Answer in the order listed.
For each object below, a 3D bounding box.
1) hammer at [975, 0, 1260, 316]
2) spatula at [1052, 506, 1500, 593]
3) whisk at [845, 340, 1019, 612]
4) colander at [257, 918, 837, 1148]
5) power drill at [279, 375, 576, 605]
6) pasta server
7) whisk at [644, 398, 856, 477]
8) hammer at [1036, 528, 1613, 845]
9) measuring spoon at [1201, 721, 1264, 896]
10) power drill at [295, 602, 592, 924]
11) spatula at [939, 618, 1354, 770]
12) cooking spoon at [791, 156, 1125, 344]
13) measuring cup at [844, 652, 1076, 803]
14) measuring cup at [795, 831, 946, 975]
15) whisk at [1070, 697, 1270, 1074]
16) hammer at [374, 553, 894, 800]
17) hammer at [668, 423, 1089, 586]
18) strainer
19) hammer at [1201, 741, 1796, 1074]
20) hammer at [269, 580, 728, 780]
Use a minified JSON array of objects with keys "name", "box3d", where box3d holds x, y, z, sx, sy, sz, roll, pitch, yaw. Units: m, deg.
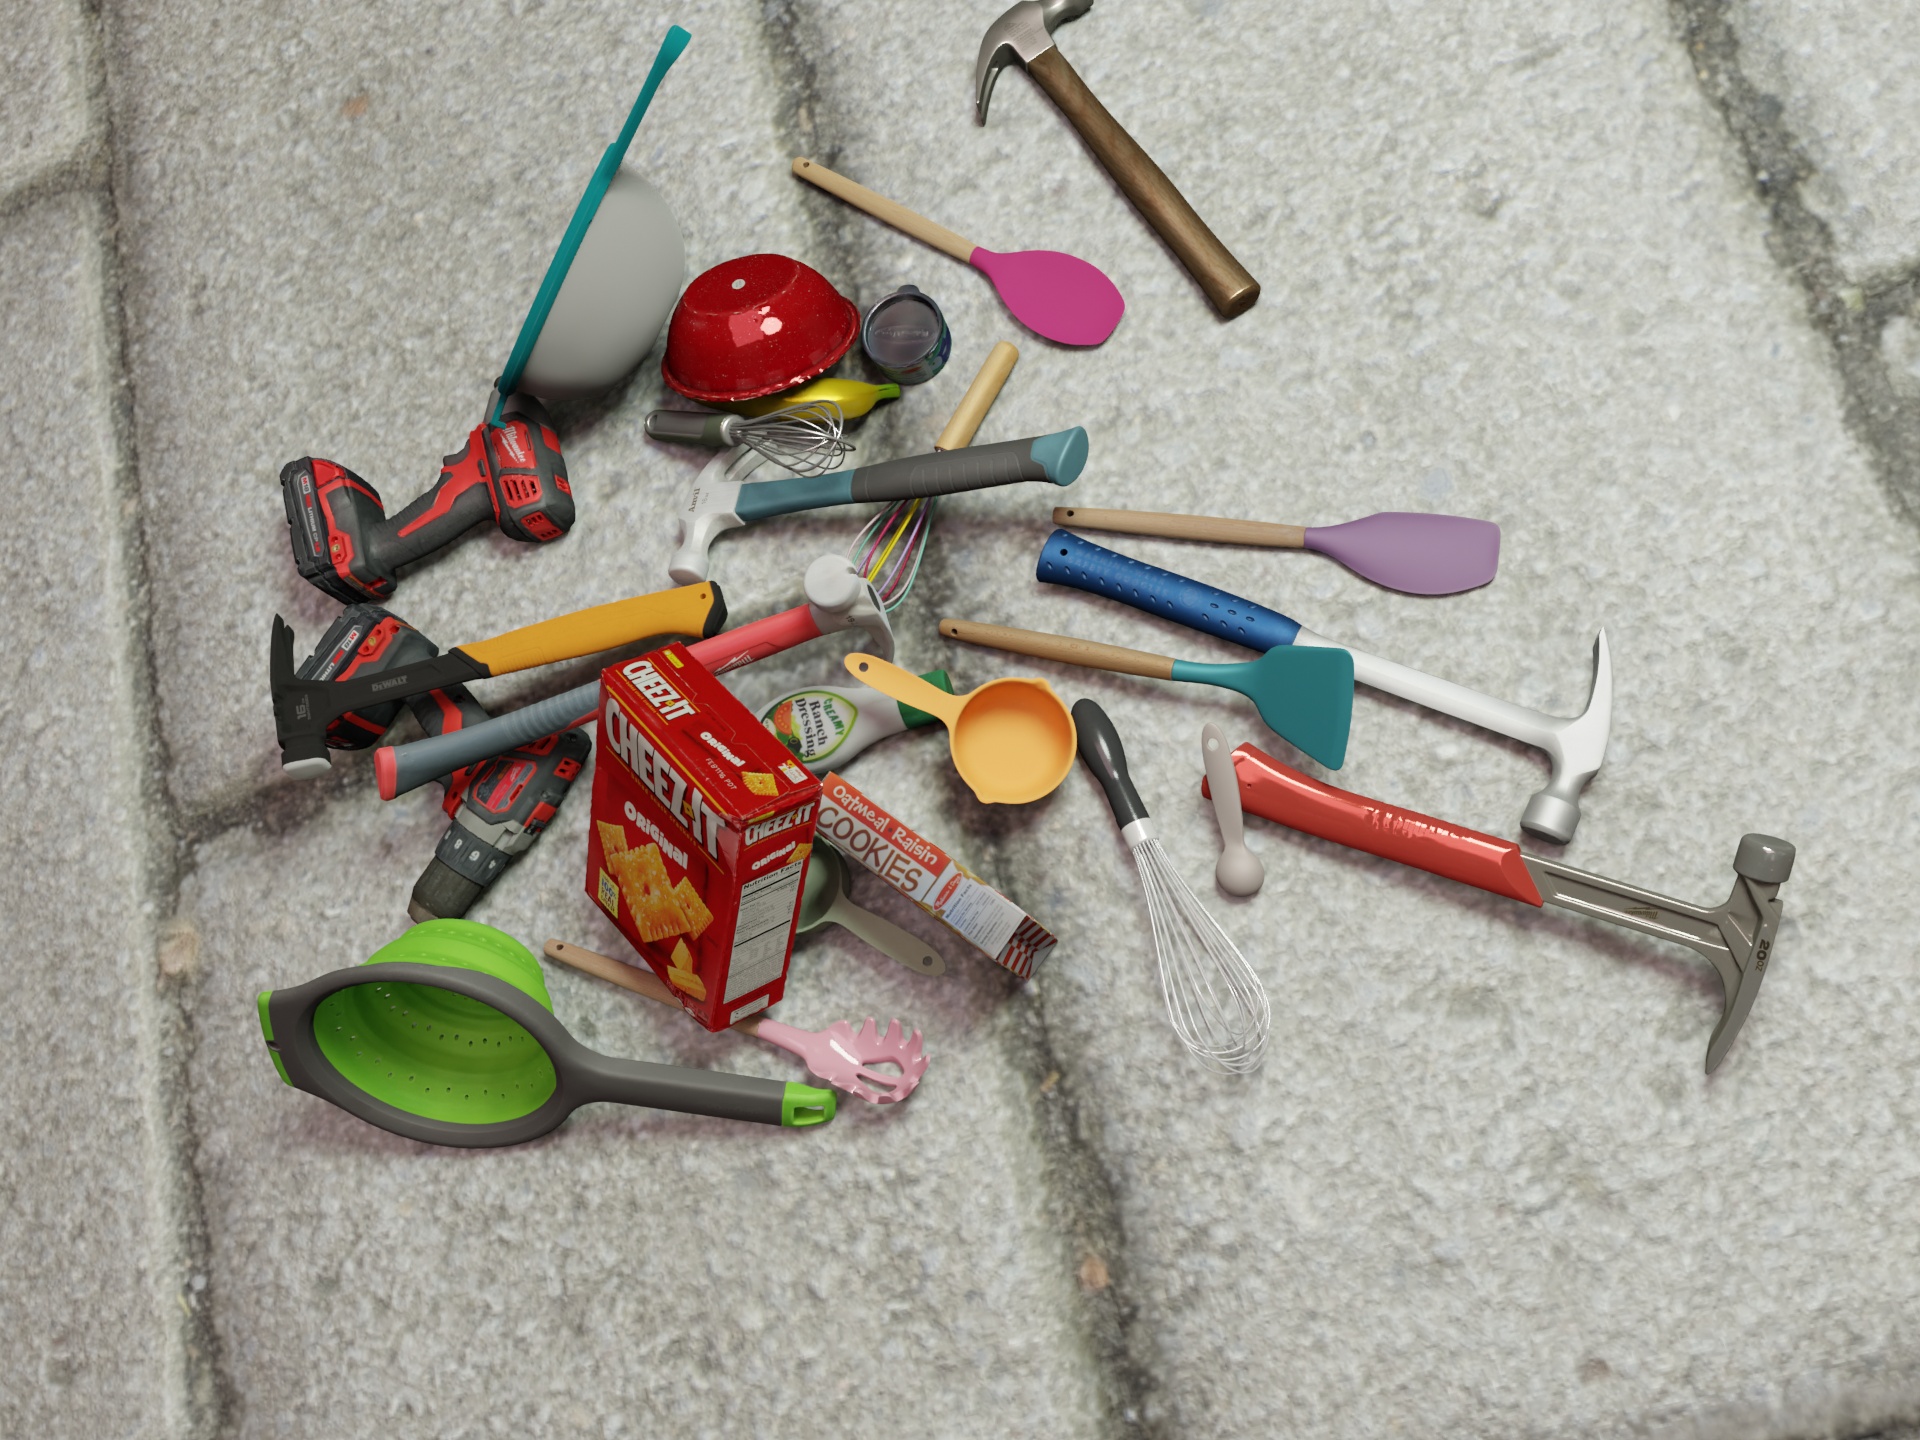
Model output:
[{"name":"hammer","box3d":[0.123,-0.439,1.238,0.130,0.031,0.331,-34,70,3]},{"name":"spatula","box3d":[0.220,-0.131,1.138,0.316,0.018,0.060,8,78,15]},{"name":"whisk","box3d":[-0.020,-0.183,1.200,0.051,0.047,0.245,26,80,20]},{"name":"colander","box3d":[-0.280,0.219,1.128,0.397,0.204,0.095,8,42,0]},{"name":"power drill","box3d":[-0.426,-0.188,1.287,0.219,0.078,0.143,-20,72,5]},{"name":"pasta server","box3d":[-0.166,0.206,1.133,0.316,0.040,0.060,16,53,19]},{"name":"whisk","box3d":[-0.166,-0.218,1.199,0.246,0.059,0.058,14,91,45]},{"name":"hammer","box3d":[0.245,-0.055,1.102,0.406,0.035,0.144,22,82,18]},{"name":"measuring spoon","box3d":[0.177,0.062,1.066,0.034,0.018,0.124,-6,103,33]},{"name":"power drill","box3d":[-0.416,0.034,1.224,0.227,0.080,0.188,33,85,16]},{"name":"spatula","box3d":[0.121,-0.039,1.105,0.318,0.044,0.082,12,113,26]},{"name":"cooking spoon","box3d":[-0.009,-0.380,1.262,0.319,0.017,0.069,32,84,19]},{"name":"measuring cup","box3d":[-0.002,-0.004,1.120,0.173,0.052,0.095,26,87,2]},{"name":"measuring cup","box3d":[-0.078,0.138,1.131,0.168,0.038,0.083,28,84,17]},{"name":"whisk","box3d":[0.134,0.106,1.077,0.070,0.070,0.285,-25,66,6]},{"name":"hammer","box3d":[-0.237,-0.017,1.147,0.386,0.143,0.038,-20,70,6]},{"name":"hammer","box3d":[-0.064,-0.173,1.172,0.331,0.033,0.128,-4,60,26]},{"name":"strainer","box3d":[-0.241,-0.360,1.187,0.095,0.340,0.211,26,49,-19]},{"name":"hammer","box3d":[0.327,0.097,1.027,0.359,0.036,0.149,17,106,23]},{"name":"hammer","box3d":[-0.342,-0.056,1.187,0.337,0.034,0.127,-14,68,-6]}]
